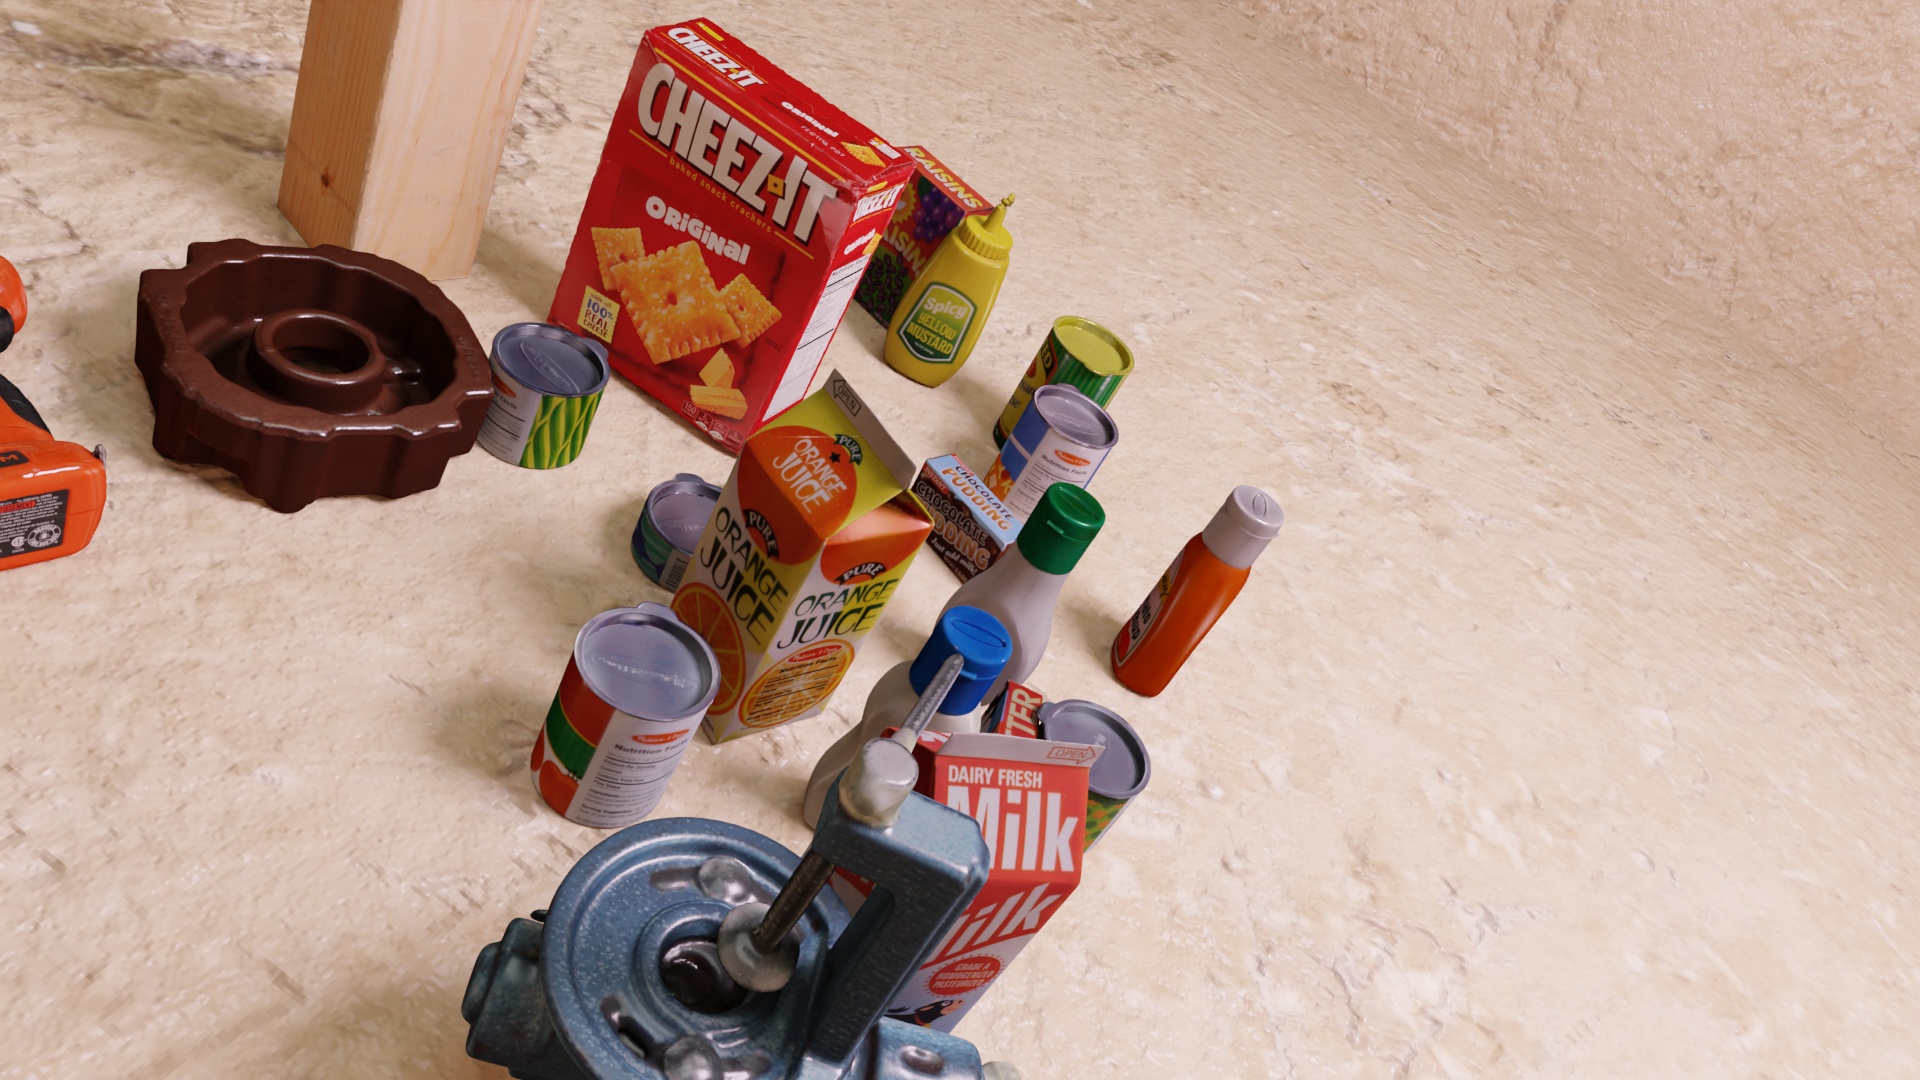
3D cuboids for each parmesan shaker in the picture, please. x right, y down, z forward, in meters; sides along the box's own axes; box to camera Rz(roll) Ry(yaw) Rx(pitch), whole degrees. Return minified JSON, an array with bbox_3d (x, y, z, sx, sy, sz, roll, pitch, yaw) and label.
[{"bbox_3d":[0.074,-0.104,1.023,0.071,0.102,0.072,20,36,-16],"label":"parmesan shaker"}]

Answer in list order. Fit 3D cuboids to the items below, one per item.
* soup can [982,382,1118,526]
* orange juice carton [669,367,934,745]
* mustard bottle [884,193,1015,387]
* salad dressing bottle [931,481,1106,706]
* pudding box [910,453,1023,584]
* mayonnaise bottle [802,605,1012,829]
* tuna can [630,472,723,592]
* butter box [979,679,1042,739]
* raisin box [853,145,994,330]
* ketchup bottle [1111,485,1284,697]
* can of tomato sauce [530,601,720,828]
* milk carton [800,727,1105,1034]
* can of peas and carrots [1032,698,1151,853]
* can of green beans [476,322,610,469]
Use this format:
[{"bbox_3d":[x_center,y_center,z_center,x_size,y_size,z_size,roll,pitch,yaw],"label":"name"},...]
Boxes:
[{"bbox_3d":[0.062,-0.058,0.975,0.071,0.083,0.072,20,36,-16],"label":"soup can"},{"bbox_3d":[-0.080,0.010,0.692,0.073,0.191,0.072,-11,53,-44],"label":"orange juice carton"},{"bbox_3d":[-0.001,-0.188,1.020,0.065,0.159,0.049,27,35,-6],"label":"mustard bottle"},{"bbox_3d":[0.032,0.032,0.787,0.064,0.147,0.044,40,36,12],"label":"salad dressing bottle"},{"bbox_3d":[0.003,-0.011,0.903,0.030,0.049,0.084,-16,56,-47],"label":"pudding box"},{"bbox_3d":[-0.023,0.093,0.670,0.065,0.147,0.041,25,35,-9],"label":"mayonnaise bottle"},{"bbox_3d":[-0.153,-0.003,0.792,0.071,0.032,0.071,20,36,-15],"label":"tuna can"},{"bbox_3d":[0.018,0.128,0.741,0.024,0.052,0.104,26,35,-8],"label":"butter box"},{"bbox_3d":[-0.038,-0.231,1.077,0.086,0.122,0.040,45,37,19],"label":"raisin box"},{"bbox_3d":[0.149,0.030,0.874,0.043,0.148,0.065,28,35,-5],"label":"ketchup bottle"},{"bbox_3d":[-0.157,0.081,0.643,0.071,0.082,0.071,20,36,-16],"label":"can of tomato sauce"},{"bbox_3d":[-0.014,0.141,0.581,0.072,0.189,0.074,9,40,-29],"label":"milk carton"},{"bbox_3d":[0.060,0.130,0.764,0.071,0.058,0.071,20,36,-16],"label":"can of peas and carrots"},{"bbox_3d":[-0.243,-0.083,0.802,0.071,0.057,0.071,20,36,-16],"label":"can of green beans"}]
